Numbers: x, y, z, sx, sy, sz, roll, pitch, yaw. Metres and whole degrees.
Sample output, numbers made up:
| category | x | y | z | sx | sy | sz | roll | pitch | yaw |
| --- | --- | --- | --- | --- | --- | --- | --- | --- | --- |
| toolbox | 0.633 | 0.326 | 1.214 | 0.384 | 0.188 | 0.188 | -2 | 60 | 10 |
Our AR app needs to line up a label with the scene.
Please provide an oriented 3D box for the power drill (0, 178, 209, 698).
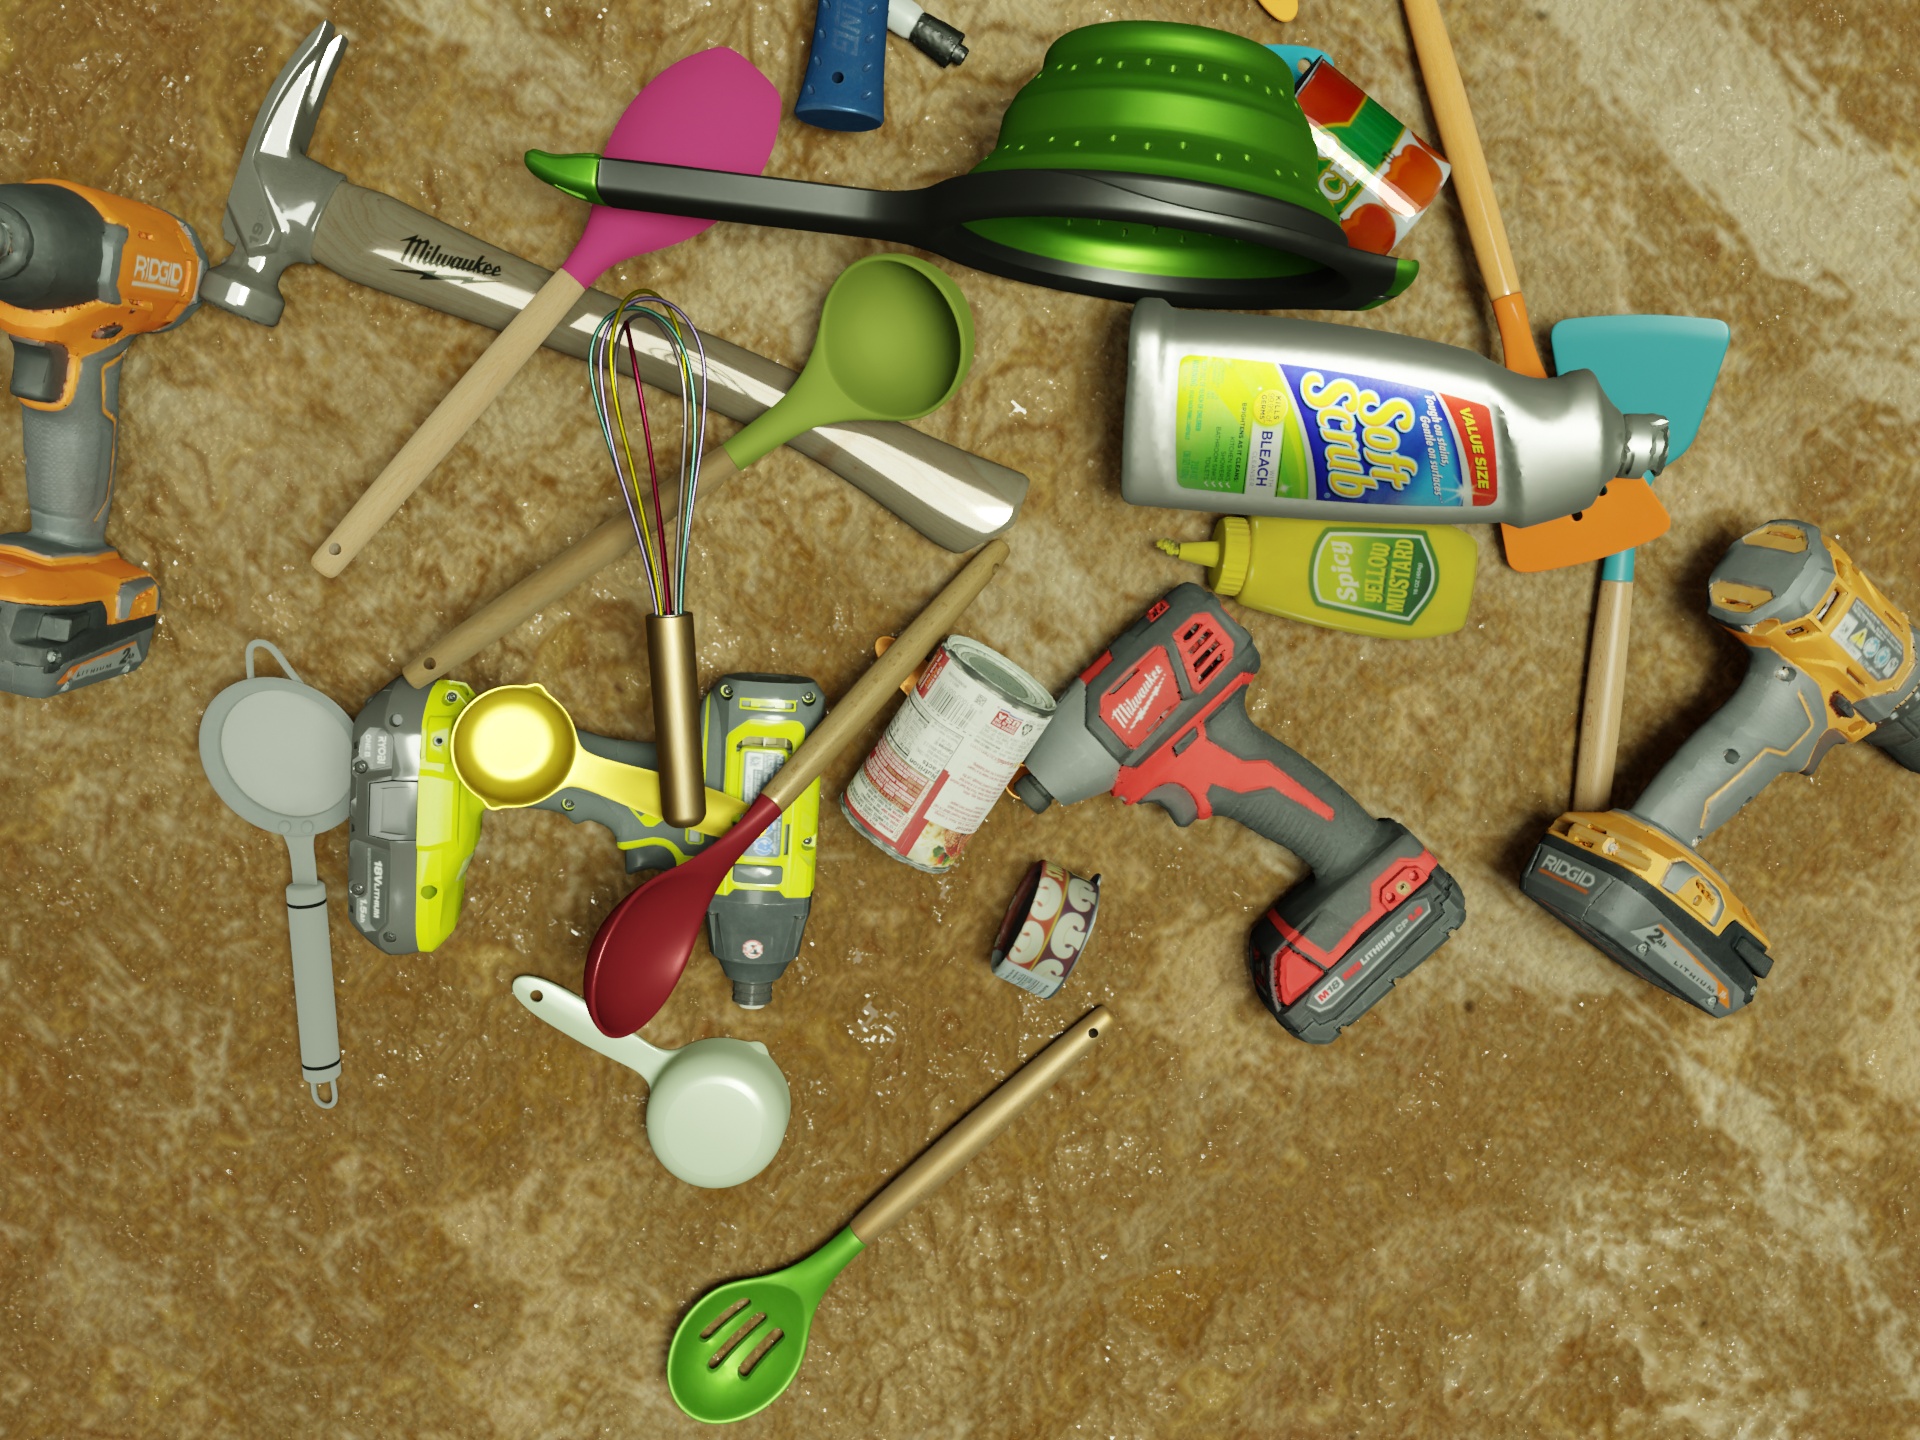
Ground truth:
| category | x | y | z | sx | sy | sz | roll | pitch | yaw |
| --- | --- | --- | --- | --- | --- | --- | --- | --- | --- |
| power drill | -0.419 | -0.131 | 0.725 | 0.084 | 0.164 | 0.226 | 13 | 99 | -5 |

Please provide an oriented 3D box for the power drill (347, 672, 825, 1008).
| category | x | y | z | sx | sy | sz | roll | pitch | yaw |
| --- | --- | --- | --- | --- | --- | --- | --- | --- | --- |
| power drill | -0.184 | 0.058 | 0.805 | 0.223 | 0.080 | 0.171 | 3 | 97 | -6 |

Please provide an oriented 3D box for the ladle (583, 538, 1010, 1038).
| category | x | y | z | sx | sy | sz | roll | pitch | yaw |
| --- | --- | --- | --- | --- | --- | --- | --- | --- | --- |
| ladle | -0.074 | 0.021 | 0.770 | 0.031 | 0.069 | 0.315 | 29 | 67 | 30 |

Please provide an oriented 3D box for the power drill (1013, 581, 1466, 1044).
| category | x | y | z | sx | sy | sz | roll | pitch | yaw |
| --- | --- | --- | --- | --- | --- | --- | --- | --- | --- |
| power drill | 0.139 | 0.052 | 0.819 | 0.143 | 0.078 | 0.219 | -42 | 95 | 3 |

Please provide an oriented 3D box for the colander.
| category | x | y | z | sx | sy | sz | roll | pitch | yaw |
| --- | --- | --- | --- | --- | --- | --- | --- | --- | --- |
| colander | 0.006 | -0.259 | 0.711 | 0.397 | 0.204 | 0.094 | 8 | 96 | 2 |

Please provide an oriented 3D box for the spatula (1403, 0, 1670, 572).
| category | x | y | z | sx | sy | sz | roll | pitch | yaw |
| --- | --- | --- | --- | --- | --- | --- | --- | --- | --- |
| spatula | 0.268 | -0.234 | 0.796 | 0.081 | 0.041 | 0.322 | -16 | 89 | 35 |

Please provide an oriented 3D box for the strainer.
| category | x | y | z | sx | sy | sz | roll | pitch | yaw |
| --- | --- | --- | --- | --- | --- | --- | --- | --- | --- |
| strainer | -0.338 | 0.081 | 0.819 | 0.087 | 0.050 | 0.258 | 2 | 104 | 4 |

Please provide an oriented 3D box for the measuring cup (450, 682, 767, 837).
| category | x | y | z | sx | sy | sz | roll | pitch | yaw |
| --- | --- | --- | --- | --- | --- | --- | --- | --- | --- |
| measuring cup | -0.167 | 0.027 | 0.760 | 0.156 | 0.029 | 0.062 | 21 | 88 | -23 |

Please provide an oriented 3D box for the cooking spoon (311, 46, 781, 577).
| category | x | y | z | sx | sy | sz | roll | pitch | yaw |
| --- | --- | --- | --- | --- | --- | --- | --- | --- | --- |
| cooking spoon | -0.202 | -0.192 | 0.760 | 0.068 | 0.017 | 0.319 | 41 | 91 | -7 |

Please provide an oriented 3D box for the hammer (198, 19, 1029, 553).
| category | x | y | z | sx | sy | sz | roll | pitch | yaw |
| --- | --- | --- | --- | --- | --- | --- | --- | --- | --- |
| hammer | -0.155 | -0.195 | 0.791 | 0.410 | 0.038 | 0.146 | 22 | 95 | -6 |

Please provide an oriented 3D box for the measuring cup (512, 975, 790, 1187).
| category | x | y | z | sx | sy | sz | roll | pitch | yaw |
| --- | --- | --- | --- | --- | --- | --- | --- | --- | --- |
| measuring cup | -0.166 | 0.186 | 0.839 | 0.167 | 0.038 | 0.083 | 34 | 95 | -8 |

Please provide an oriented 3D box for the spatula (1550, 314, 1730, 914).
| category | x | y | z | sx | sy | sz | roll | pitch | yaw |
| --- | --- | --- | --- | --- | --- | --- | --- | --- | --- |
| spatula | 0.337 | -0.046 | 0.828 | 0.082 | 0.044 | 0.317 | 6 | 100 | 21 |

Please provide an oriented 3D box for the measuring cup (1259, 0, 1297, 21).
| category | x | y | z | sx | sy | sz | roll | pitch | yaw |
| --- | --- | --- | --- | --- | --- | --- | --- | --- | --- |
| measuring cup | 0.122 | -0.421 | 0.761 | 0.095 | 0.052 | 0.173 | -30 | 96 | 2 |

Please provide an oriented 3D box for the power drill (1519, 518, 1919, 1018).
| category | x | y | z | sx | sy | sz | roll | pitch | yaw |
| --- | --- | --- | --- | --- | --- | --- | --- | --- | --- |
| power drill | 0.414 | 0.037 | 0.815 | 0.185 | 0.084 | 0.226 | 34 | 91 | -24 |

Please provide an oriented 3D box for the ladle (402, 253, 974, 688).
| category | x | y | z | sx | sy | sz | roll | pitch | yaw |
| --- | --- | --- | --- | --- | --- | --- | --- | --- | --- |
| ladle | -0.132 | -0.110 | 0.751 | 0.320 | 0.062 | 0.078 | -35 | 93 | -1 |

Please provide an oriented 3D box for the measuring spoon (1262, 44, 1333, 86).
| category | x | y | z | sx | sy | sz | roll | pitch | yaw |
| --- | --- | --- | --- | --- | --- | --- | --- | --- | --- |
| measuring spoon | 0.124 | -0.324 | 0.797 | 0.128 | 0.021 | 0.042 | -6 | 96 | -11 |

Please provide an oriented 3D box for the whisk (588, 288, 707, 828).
| category | x | y | z | sx | sy | sz | roll | pitch | yaw |
| --- | --- | --- | --- | --- | --- | --- | --- | --- | --- |
| whisk | -0.137 | -0.069 | 0.722 | 0.051 | 0.047 | 0.245 | -2 | 102 | -1 |

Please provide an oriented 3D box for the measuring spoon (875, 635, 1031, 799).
| category | x | y | z | sx | sy | sz | roll | pitch | yaw |
| --- | --- | --- | --- | --- | --- | --- | --- | --- | --- |
| measuring spoon | -0.001 | -0.003 | 0.837 | 0.117 | 0.011 | 0.021 | 44 | 105 | -4 |

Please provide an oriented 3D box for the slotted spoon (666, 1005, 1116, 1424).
| category | x | y | z | sx | sy | sz | roll | pitch | yaw |
| --- | --- | --- | --- | --- | --- | --- | --- | --- | --- |
| slotted spoon | -0.035 | 0.263 | 0.863 | 0.314 | 0.031 | 0.070 | -42 | 98 | 2 |

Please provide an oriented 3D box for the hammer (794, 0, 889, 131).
| category | x | y | z | sx | sy | sz | roll | pitch | yaw |
| --- | --- | --- | --- | --- | --- | --- | --- | --- | --- |
| hammer | -0.029 | -0.485 | 0.743 | 0.144 | 0.035 | 0.405 | 6 | 94 | -3 |
